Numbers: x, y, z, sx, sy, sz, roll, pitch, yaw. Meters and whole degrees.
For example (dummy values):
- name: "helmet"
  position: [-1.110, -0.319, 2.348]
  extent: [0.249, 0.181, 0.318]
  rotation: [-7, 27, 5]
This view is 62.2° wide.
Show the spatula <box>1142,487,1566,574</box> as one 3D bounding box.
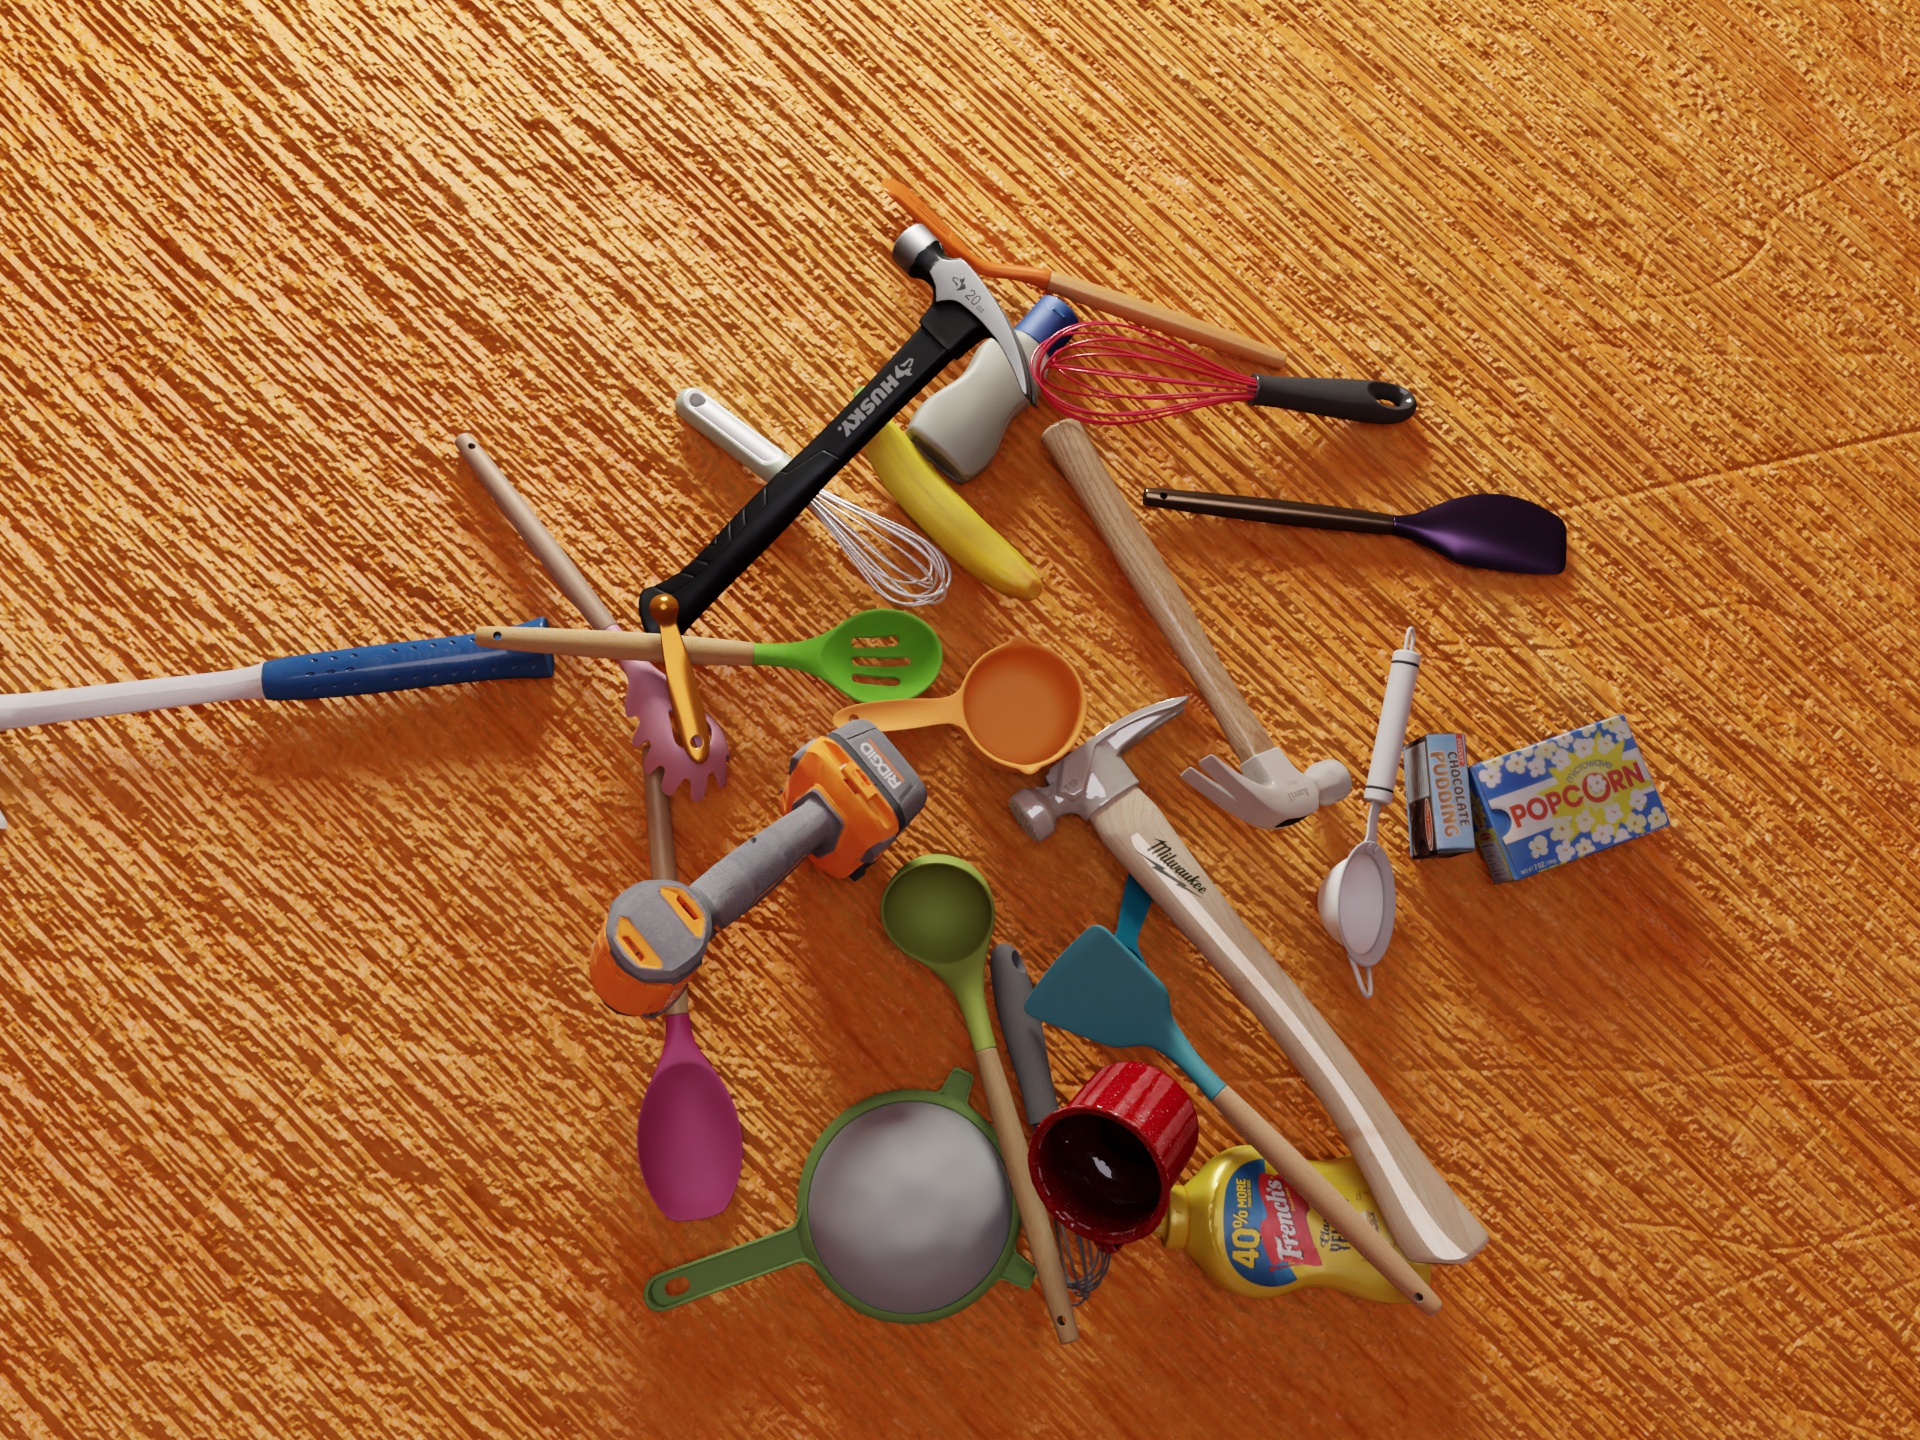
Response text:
- name: "spatula"
  position: [0.289, -0.148, 1.162]
  extent: [0.316, 0.018, 0.060]
  rotation: [5, 78, -3]

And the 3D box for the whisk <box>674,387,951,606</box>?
- name: "whisk"
  position: [-0.106, -0.161, 1.128]
  extent: [0.246, 0.059, 0.058]
  rotation: [37, 61, 9]

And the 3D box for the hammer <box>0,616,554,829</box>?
- name: "hammer"
  position: [-0.485, -0.020, 1.086]
  extent: [0.405, 0.035, 0.144]
  rotation: [-7, 80, -5]

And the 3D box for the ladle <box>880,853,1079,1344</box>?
- name: "ladle"
  position: [0.020, 0.239, 1.029]
  extent: [0.078, 0.062, 0.320]
  rotation: [-22, 70, 13]

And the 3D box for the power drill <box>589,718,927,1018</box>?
- name: "power drill"
  position: [-0.140, 0.106, 1.023]
  extent: [0.226, 0.164, 0.084]
  rotation: [-37, 83, -29]

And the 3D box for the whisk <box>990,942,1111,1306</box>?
- name: "whisk"
  position: [0.053, 0.266, 1.059]
  extent: [0.055, 0.055, 0.239]
  rotation: [-12, 76, -5]

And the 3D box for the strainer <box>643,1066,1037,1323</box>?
- name: "strainer"
  position: [-0.082, 0.333, 1.025]
  extent: [0.256, 0.069, 0.151]
  rotation: [-17, 81, -8]

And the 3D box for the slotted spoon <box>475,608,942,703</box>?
- name: "slotted spoon"
  position: [-0.168, -0.049, 1.085]
  extent: [0.313, 0.031, 0.070]
  rotation: [3, 78, -15]

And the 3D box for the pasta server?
- name: "pasta server"
  position: [-0.262, -0.078, 1.110]
  extent: [0.060, 0.040, 0.316]
  rotation: [-31, 75, -34]

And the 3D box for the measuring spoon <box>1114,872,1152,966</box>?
- name: "measuring spoon"
  position: [0.119, 0.136, 1.104]
  extent: [0.042, 0.021, 0.129]
  rotation: [17, 70, 5]

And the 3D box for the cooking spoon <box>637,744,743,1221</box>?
- name: "cooking spoon"
  position: [-0.193, 0.173, 1.075]
  extent: [0.068, 0.017, 0.319]
  rotation: [-5, 80, -12]

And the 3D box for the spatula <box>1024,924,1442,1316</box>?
- name: "spatula"
  position: [0.181, 0.263, 1.022]
  extent: [0.318, 0.044, 0.082]
  rotation: [43, 108, 16]

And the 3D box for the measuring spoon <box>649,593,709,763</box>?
- name: "measuring spoon"
  position: [-0.186, -0.028, 1.060]
  extent: [0.021, 0.011, 0.117]
  rotation: [-13, 89, -14]

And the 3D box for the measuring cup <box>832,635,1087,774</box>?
- name: "measuring cup"
  position: [-0.002, -0.004, 1.099]
  extent: [0.173, 0.052, 0.095]
  rotation: [-5, 82, -6]

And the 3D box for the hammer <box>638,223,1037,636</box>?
- name: "hammer"
  position: [-0.095, -0.170, 1.086]
  extent: [0.335, 0.035, 0.146]
  rotation: [-44, 76, 8]

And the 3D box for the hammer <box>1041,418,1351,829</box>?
- name: "hammer"
  position: [0.148, -0.072, 1.112]
  extent: [0.130, 0.031, 0.331]
  rotation: [-15, 70, -45]

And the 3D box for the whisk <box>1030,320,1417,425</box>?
- name: "whisk"
  position: [0.193, -0.240, 1.150]
  extent: [0.295, 0.073, 0.073]
  rotation: [3, 79, -12]

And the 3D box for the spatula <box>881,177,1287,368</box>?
- name: "spatula"
  position: [0.091, -0.324, 1.169]
  extent: [0.322, 0.081, 0.041]
  rotation: [18, 113, -4]

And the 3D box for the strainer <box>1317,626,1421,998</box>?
- name: "strainer"
  position: [0.286, 0.060, 1.099]
  extent: [0.050, 0.086, 0.258]
  rotation: [7, 81, 42]

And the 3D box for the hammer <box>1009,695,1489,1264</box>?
- name: "hammer"
  position: [0.209, 0.173, 1.057]
  extent: [0.146, 0.038, 0.411]
  rotation: [-34, 74, -11]
